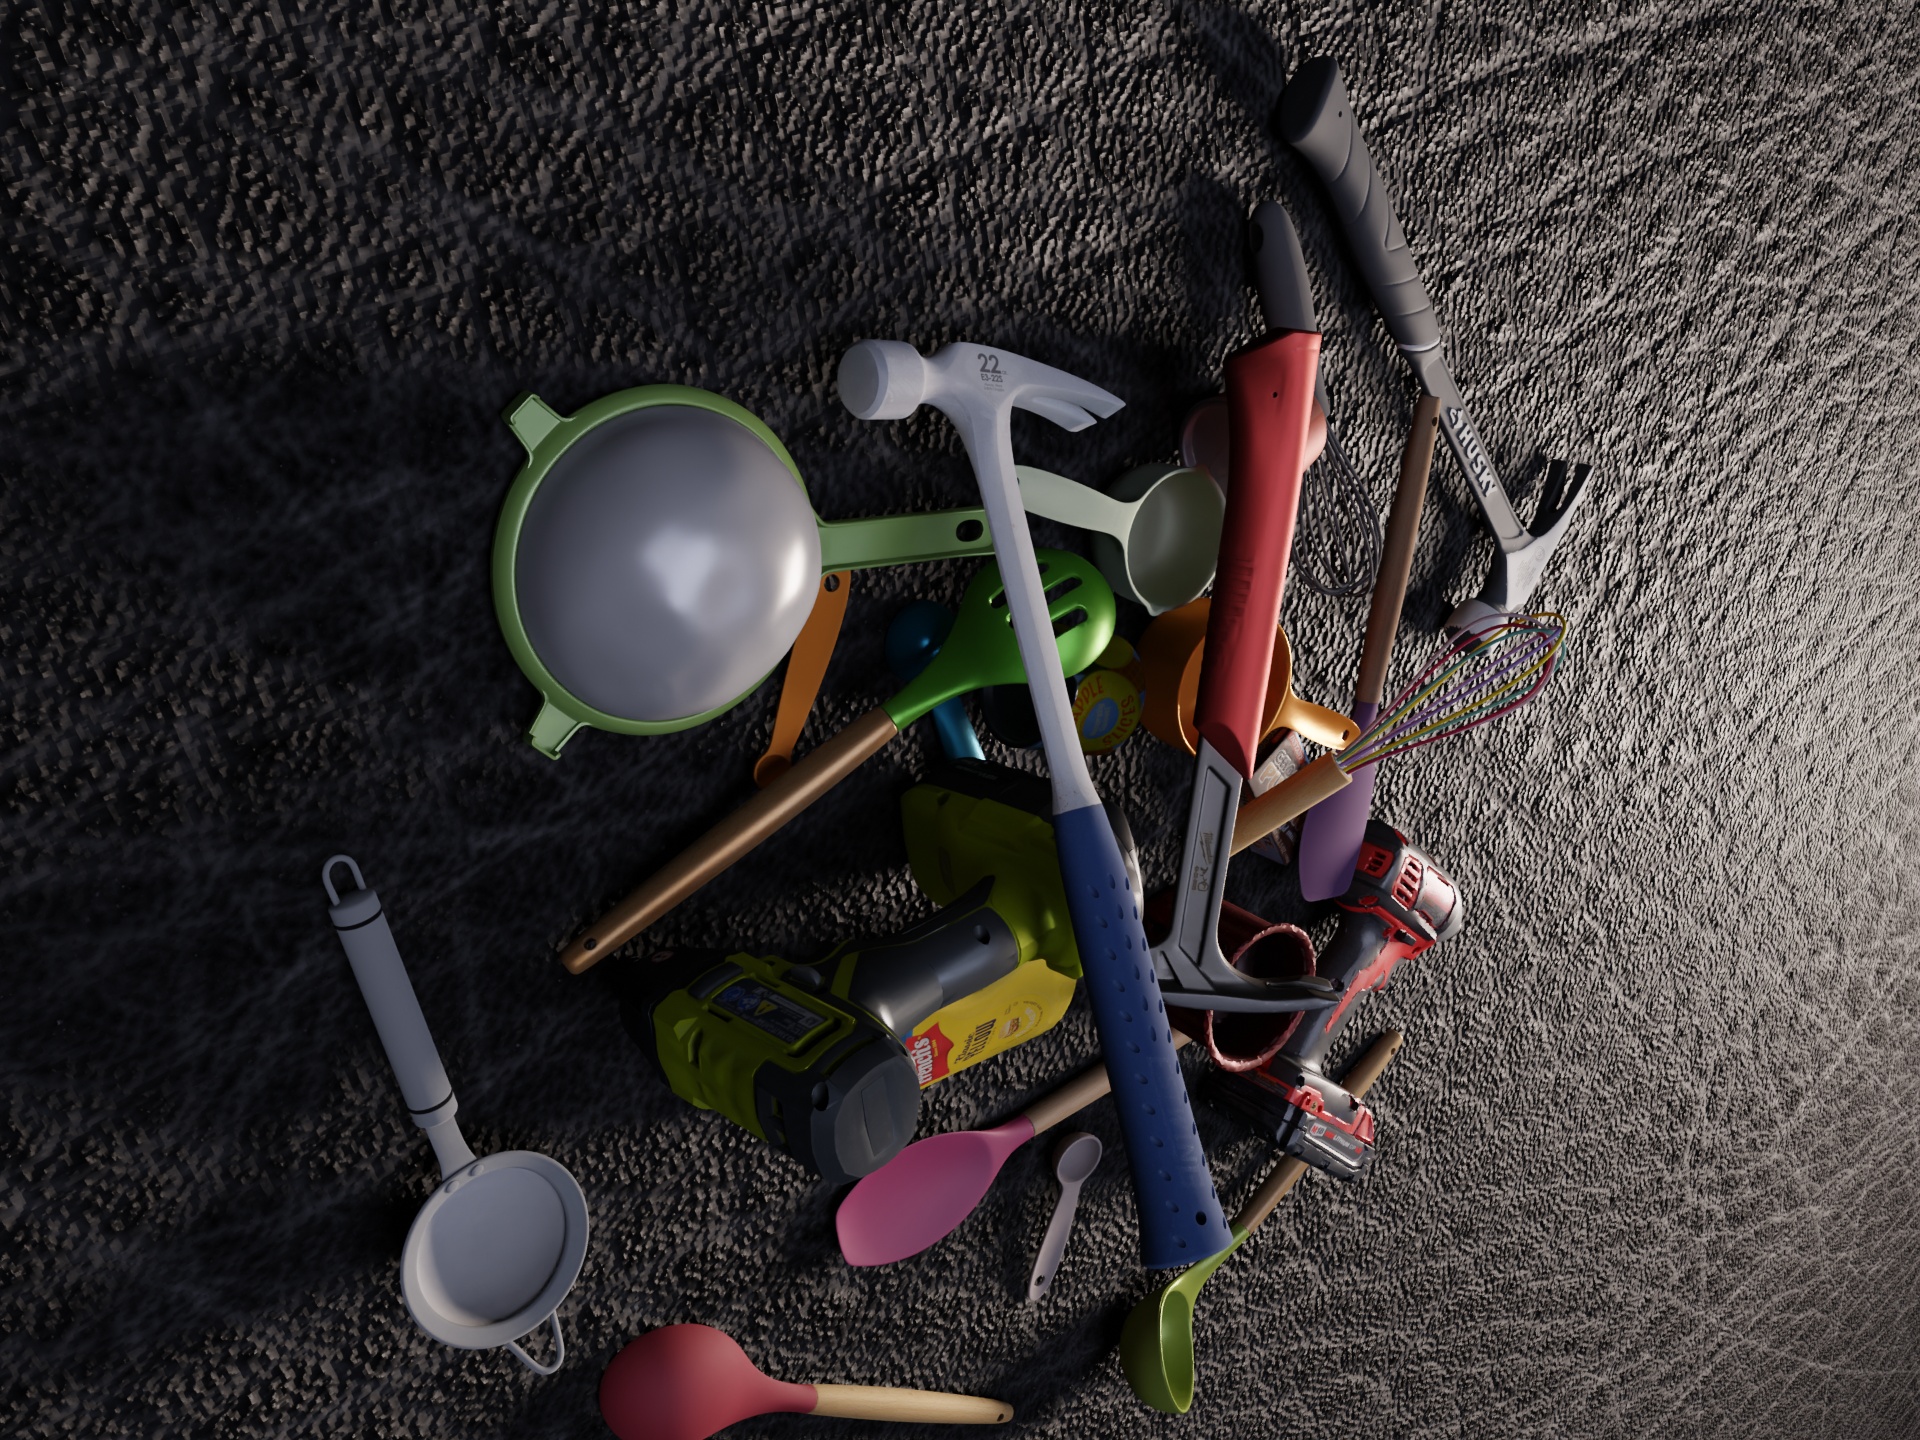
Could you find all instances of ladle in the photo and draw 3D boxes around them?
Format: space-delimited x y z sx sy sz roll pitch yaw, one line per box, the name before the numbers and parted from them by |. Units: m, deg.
ladle | 0.219 0.336 1.097 0.320 0.062 0.078 -44 129 -22
ladle | -0.069 0.384 0.897 0.315 0.031 0.069 28 87 -44

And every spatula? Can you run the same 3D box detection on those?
spatula | 0.248 -0.037 0.958 0.059 0.018 0.315 -4 110 -36

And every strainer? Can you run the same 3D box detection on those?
strainer | -0.067 -0.067 0.685 0.256 0.069 0.151 -11 111 -33
strainer | -0.222 0.169 0.677 0.087 0.050 0.258 -29 118 -35

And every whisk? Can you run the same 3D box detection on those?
whisk | 0.194 -0.172 0.887 0.055 0.055 0.238 -33 121 -26
whisk | 0.235 0.013 0.903 0.245 0.047 0.051 -36 141 23

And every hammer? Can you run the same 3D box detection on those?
hammer | 0.054 0.027 0.697 0.144 0.035 0.405 -8 81 -40
hammer | 0.150 -0.018 0.823 0.149 0.037 0.359 6 105 -4
hammer | 0.283 -0.216 0.948 0.149 0.036 0.408 -52 131 -13

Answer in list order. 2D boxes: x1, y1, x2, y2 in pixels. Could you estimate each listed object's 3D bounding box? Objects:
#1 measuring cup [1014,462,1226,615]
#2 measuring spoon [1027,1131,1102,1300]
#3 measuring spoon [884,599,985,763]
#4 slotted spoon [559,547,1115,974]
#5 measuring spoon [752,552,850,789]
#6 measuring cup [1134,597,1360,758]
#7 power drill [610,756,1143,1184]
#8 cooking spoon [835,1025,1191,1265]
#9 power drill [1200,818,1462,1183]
measuring cup | 0.069 -0.106 0.812 0.167 0.038 0.083 12 99 -40
measuring spoon | 0.057 0.304 0.981 0.034 0.018 0.124 0 113 -36
measuring spoon | -0.001 -0.003 0.802 0.042 0.021 0.128 -37 125 -23
slotted spoon | -0.053 0.016 0.737 0.314 0.070 0.031 -37 169 -12
measuring spoon | -0.075 -0.023 0.745 0.021 0.011 0.117 16 93 -34
measuring cup | 0.165 -0.015 0.915 0.173 0.052 0.095 19 95 -42
power drill | -0.037 0.103 0.729 0.223 0.171 0.080 -30 124 -38
cooking spoon | 0.059 0.229 0.946 0.319 0.017 0.068 -23 114 -31
power drill | 0.262 0.186 1.063 0.143 0.079 0.220 33 82 -43
